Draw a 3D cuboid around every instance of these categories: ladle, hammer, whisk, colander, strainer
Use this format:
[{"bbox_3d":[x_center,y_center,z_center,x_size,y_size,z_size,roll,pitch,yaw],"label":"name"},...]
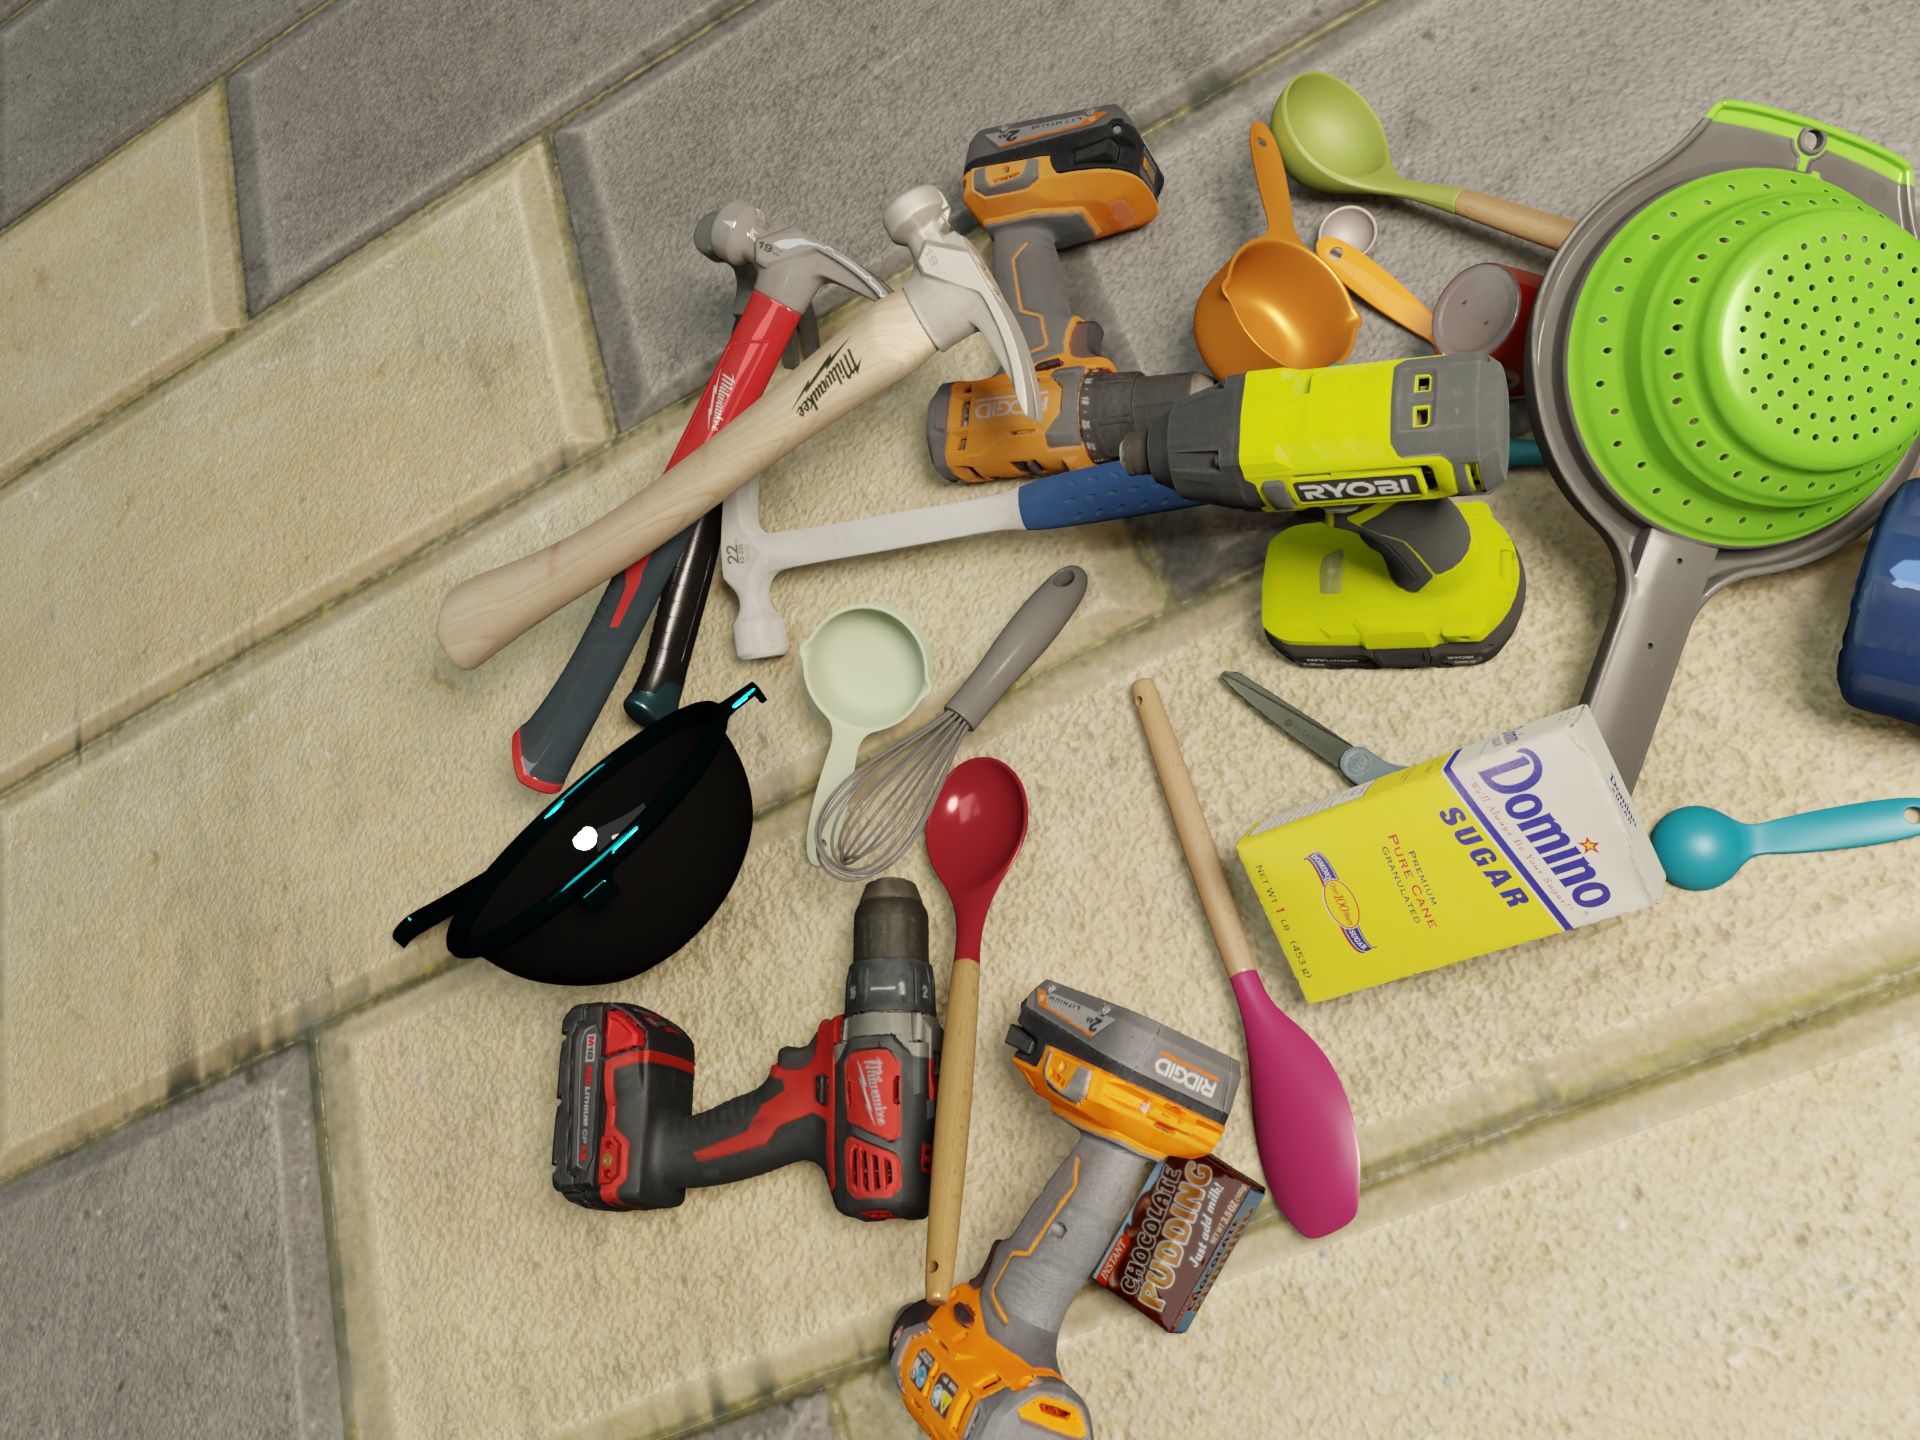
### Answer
[{"bbox_3d":[0.002,0.152,0.846,0.069,0.031,0.316,-19,44,27],"label":"ladle"},{"bbox_3d":[-0.146,-0.136,0.939,0.410,0.038,0.146,-31,81,18],"label":"hammer"},{"bbox_3d":[-0.002,-0.003,0.932,0.055,0.055,0.239,31,73,31],"label":"whisk"},{"bbox_3d":[0.349,-0.089,0.729,0.204,0.094,0.397,17,95,-3],"label":"colander"},{"bbox_3d":[0.027,-0.130,0.943,0.405,0.035,0.144,-6,93,27],"label":"hammer"},{"bbox_3d":[-0.166,-0.154,1.054,0.033,0.128,0.331,12,85,30],"label":"hammer"},{"bbox_3d":[0.304,-0.293,0.885,0.078,0.062,0.320,-27,46,-32],"label":"ladle"},{"bbox_3d":[-0.169,-0.117,0.987,0.143,0.038,0.386,32,101,18],"label":"hammer"},{"bbox_3d":[-0.241,0.113,0.991,0.340,0.095,0.211,-26,22,39],"label":"strainer"}]

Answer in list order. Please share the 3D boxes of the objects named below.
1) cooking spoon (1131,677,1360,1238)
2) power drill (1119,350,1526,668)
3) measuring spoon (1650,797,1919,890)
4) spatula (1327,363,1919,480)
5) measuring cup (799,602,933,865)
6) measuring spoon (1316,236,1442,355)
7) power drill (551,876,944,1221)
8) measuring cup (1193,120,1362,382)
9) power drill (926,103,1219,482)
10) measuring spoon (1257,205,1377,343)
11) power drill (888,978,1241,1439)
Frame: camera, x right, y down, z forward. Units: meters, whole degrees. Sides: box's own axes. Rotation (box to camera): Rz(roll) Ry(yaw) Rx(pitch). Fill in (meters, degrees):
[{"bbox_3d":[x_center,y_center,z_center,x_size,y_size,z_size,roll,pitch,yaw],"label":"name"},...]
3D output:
[{"bbox_3d":[0.141,0.111,0.839,0.068,0.017,0.319,-47,47,42],"label":"cooking spoon"},{"bbox_3d":[0.189,-0.100,0.786,0.171,0.223,0.080,-1,71,26],"label":"power drill"},{"bbox_3d":[0.392,0.051,0.747,0.128,0.021,0.042,-12,66,23],"label":"measuring spoon"},{"bbox_3d":[0.345,-0.140,0.831,0.317,0.044,0.082,7,87,26],"label":"spatula"},{"bbox_3d":[-0.065,0.008,0.969,0.083,0.038,0.167,17,105,7],"label":"measuring cup"},{"bbox_3d":[0.250,-0.248,0.926,0.021,0.011,0.117,-46,68,7],"label":"measuring spoon"},{"bbox_3d":[-0.113,0.191,0.911,0.227,0.080,0.188,-9,68,20],"label":"power drill"},{"bbox_3d":[0.175,-0.267,0.932,0.052,0.095,0.174,139,131,-58],"label":"measuring cup"},{"bbox_3d":[0.078,-0.261,0.988,0.185,0.084,0.226,-1,75,26],"label":"power drill"},{"bbox_3d":[0.204,-0.258,0.964,0.124,0.018,0.034,-48,72,10],"label":"measuring spoon"},{"bbox_3d":[0.037,0.250,0.792,0.226,0.084,0.164,-65,21,-10],"label":"power drill"}]
